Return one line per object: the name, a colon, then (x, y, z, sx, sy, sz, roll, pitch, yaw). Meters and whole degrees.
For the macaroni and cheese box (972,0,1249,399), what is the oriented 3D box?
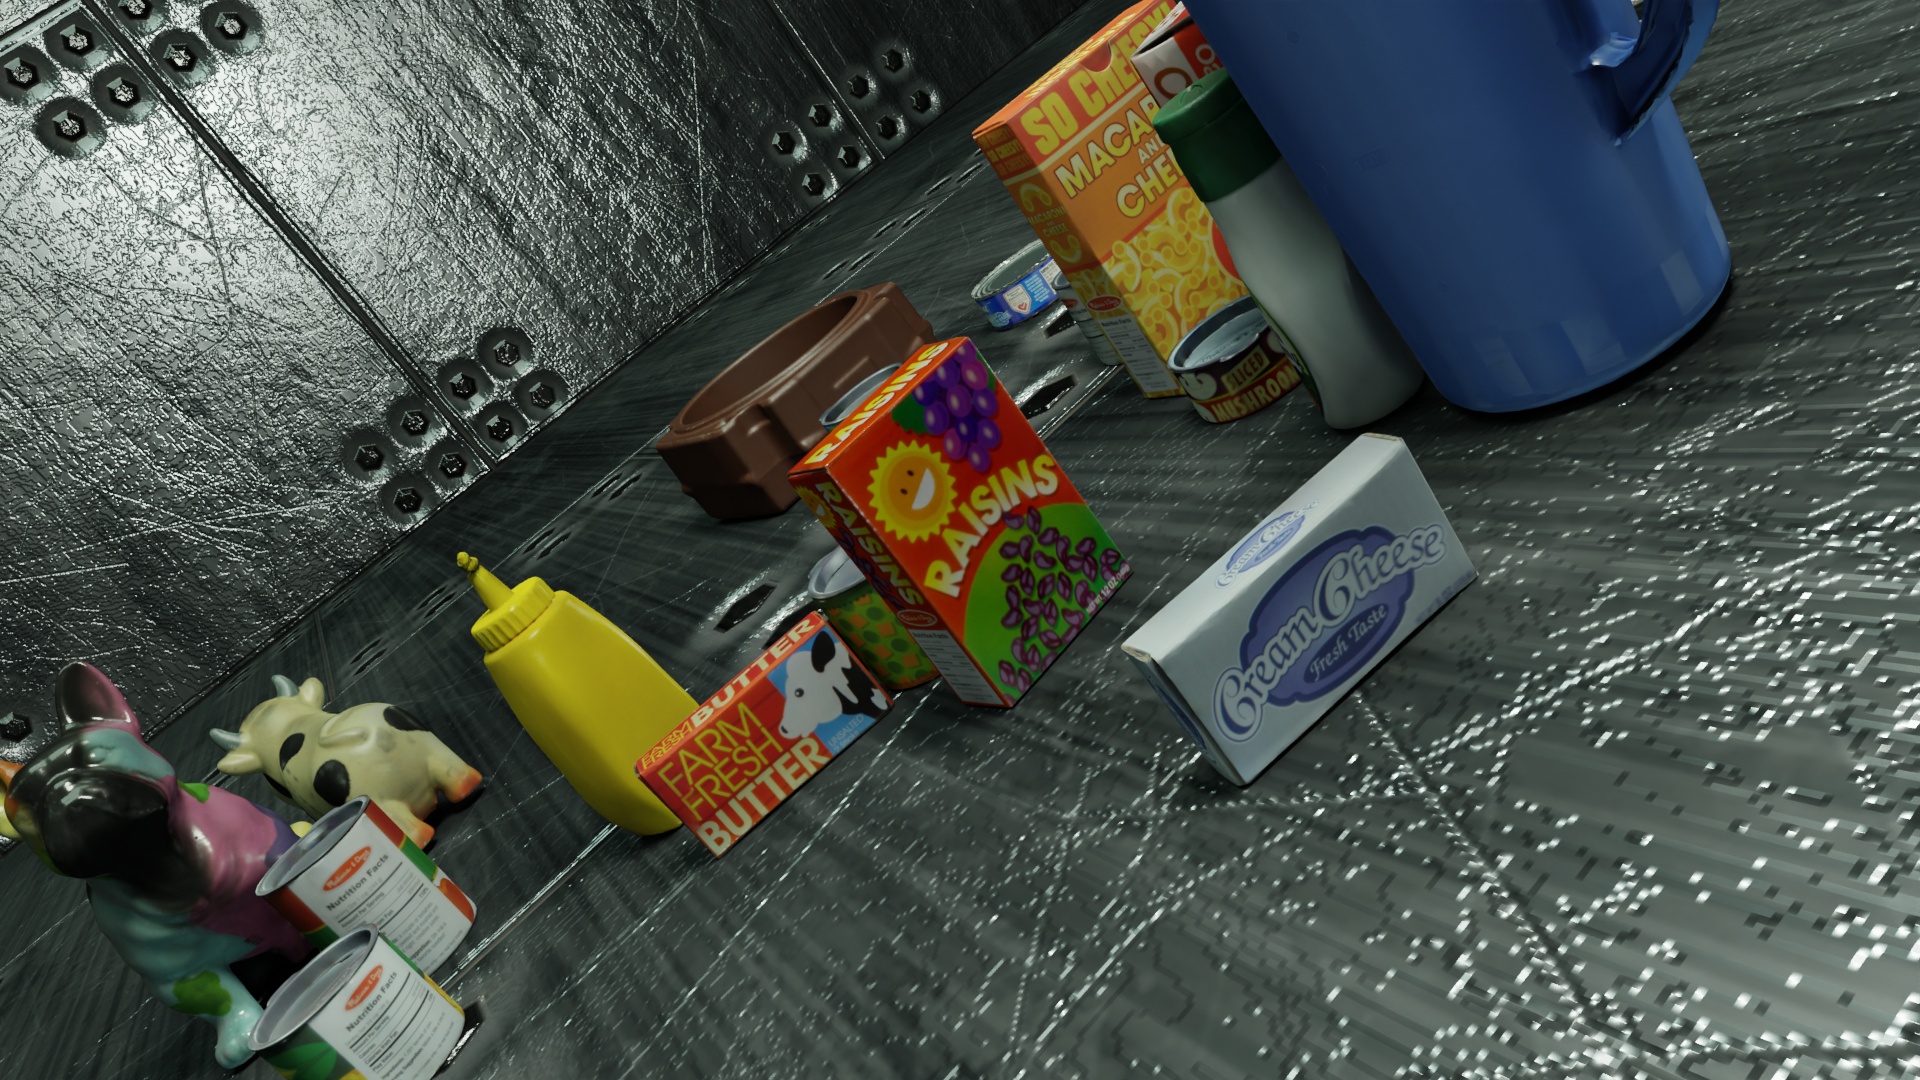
macaroni and cheese box: (0.102, -0.177, 0.716, 0.124, 0.166, 0.040, -44, 19, -20)

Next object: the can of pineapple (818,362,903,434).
can of pineapple: (-0.049, -0.074, 0.907, 0.071, 0.057, 0.071, -32, 19, 13)

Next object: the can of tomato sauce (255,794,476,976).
can of tomato sauce: (-0.299, 0.181, 0.704, 0.071, 0.083, 0.071, -33, 19, 13)

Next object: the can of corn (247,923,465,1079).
can of corn: (-0.262, 0.212, 0.604, 0.071, 0.058, 0.071, -32, 19, 13)

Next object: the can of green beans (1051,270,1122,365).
can of green beans: (0.097, -0.146, 0.821, 0.071, 0.057, 0.071, -32, 19, 13)

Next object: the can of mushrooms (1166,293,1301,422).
can of mushrooms: (0.134, -0.087, 0.654, 0.071, 0.033, 0.071, -32, 19, 13)

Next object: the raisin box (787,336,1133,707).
raisin box: (0.002, -0.007, 0.556, 0.086, 0.123, 0.040, -45, 20, -24)

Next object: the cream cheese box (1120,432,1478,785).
cream cheese box: (0.104, 0.020, 0.420, 0.104, 0.053, 0.024, -40, 19, -9)

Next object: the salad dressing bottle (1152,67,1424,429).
salad dressing bottle: (0.129, -0.114, 0.548, 0.044, 0.147, 0.064, -29, 20, 22)

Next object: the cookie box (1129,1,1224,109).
cookie box: (0.153, -0.177, 0.624, 0.040, 0.167, 0.123, -21, 24, 40)

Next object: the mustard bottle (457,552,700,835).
mustard bottle: (-0.179, 0.065, 0.647, 0.048, 0.160, 0.066, -23, 23, 36)

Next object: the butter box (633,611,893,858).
butter box: (-0.085, 0.084, 0.603, 0.104, 0.053, 0.024, -40, 19, -10)

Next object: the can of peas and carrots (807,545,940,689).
can of peas and carrots: (-0.028, 0.026, 0.631, 0.071, 0.058, 0.071, -32, 19, 13)
